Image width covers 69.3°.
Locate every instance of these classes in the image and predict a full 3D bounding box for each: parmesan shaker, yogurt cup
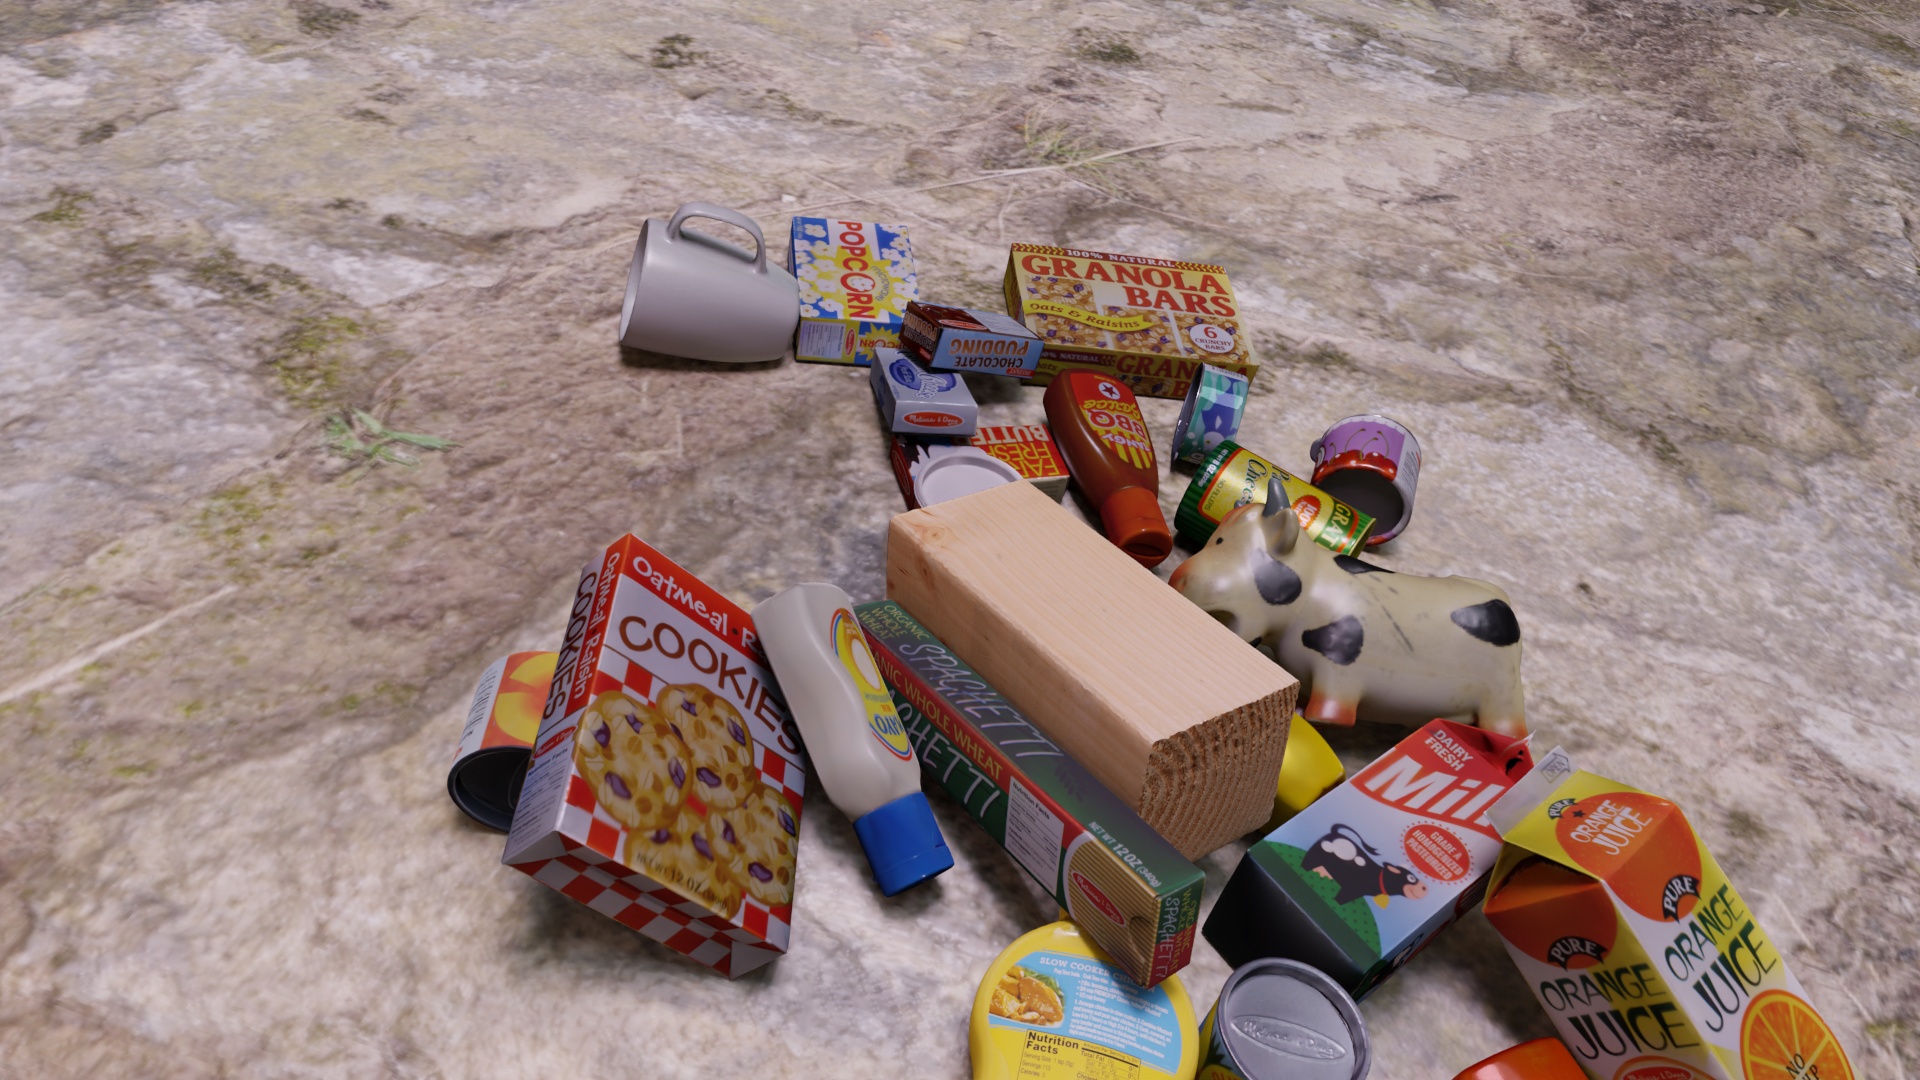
[{"bbox_3d":[0.189,-0.008,0.846,0.103,0.071,0.072,31,45,18],"label":"parmesan shaker"},{"bbox_3d":[0.003,-0.010,0.804,0.072,0.053,0.073,8,43,-7],"label":"yogurt cup"}]

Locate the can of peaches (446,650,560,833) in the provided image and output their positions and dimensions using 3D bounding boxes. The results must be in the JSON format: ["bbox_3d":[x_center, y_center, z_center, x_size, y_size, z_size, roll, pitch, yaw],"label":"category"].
[{"bbox_3d":[-0.191,0.093,0.635,0.071,0.070,0.058,7,43,-8],"label":"can of peaches"}]

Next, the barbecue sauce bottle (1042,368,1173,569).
[{"bbox_3d":[0.096,-0.046,0.874,0.065,0.043,0.149,13,41,-25],"label":"barbecue sauce bottle"}]

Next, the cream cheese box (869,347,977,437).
[{"bbox_3d":[-0.025,-0.095,0.887,0.053,0.024,0.104,3,25,-13],"label":"cream cheese box"}]

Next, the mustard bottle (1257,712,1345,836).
[{"bbox_3d":[0.127,0.089,0.729,0.049,0.065,0.160,-36,56,-20],"label":"mustard bottle"}]

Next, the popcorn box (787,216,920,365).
[{"bbox_3d":[-0.075,-0.175,0.969,0.085,0.038,0.127,3,44,-13],"label":"popcorn box"}]

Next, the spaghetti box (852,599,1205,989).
[{"bbox_3d":[0.017,0.104,0.642,0.029,0.050,0.251,-14,33,-31],"label":"spaghetti box"}]

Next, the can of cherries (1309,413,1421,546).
[{"bbox_3d":[0.258,-0.038,0.898,0.071,0.071,0.059,21,44,7],"label":"can of cherries"}]

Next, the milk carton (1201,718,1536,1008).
[{"bbox_3d":[0.215,0.153,0.678,0.191,0.072,0.073,-23,54,-34],"label":"milk carton"}]

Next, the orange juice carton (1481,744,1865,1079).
[{"bbox_3d":[0.304,0.188,0.615,0.072,0.072,0.193,-24,78,-34],"label":"orange juice carton"}]

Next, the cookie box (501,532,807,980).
[{"bbox_3d":[-0.127,0.093,0.625,0.122,0.040,0.168,39,32,-31],"label":"cookie box"}]

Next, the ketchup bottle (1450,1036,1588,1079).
[{"bbox_3d":[0.266,0.285,0.573,0.065,0.043,0.149,-9,48,-23],"label":"ketchup bottle"}]

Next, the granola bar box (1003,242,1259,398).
[{"bbox_3d":[0.119,-0.157,1.003,0.166,0.038,0.125,4,44,-11],"label":"granola bar box"}]

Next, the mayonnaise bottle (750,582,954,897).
[{"bbox_3d":[-0.049,0.093,0.658,0.148,0.041,0.065,64,14,15],"label":"mayonnaise bottle"}]

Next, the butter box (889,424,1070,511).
[{"bbox_3d":[0.012,-0.045,0.866,0.104,0.024,0.053,-5,47,-20],"label":"butter box"}]

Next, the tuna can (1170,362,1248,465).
[{"bbox_3d":[0.163,-0.079,0.915,0.033,0.070,0.071,17,43,1],"label":"tuna can"}]

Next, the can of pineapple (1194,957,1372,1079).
[{"bbox_3d":[0.132,0.223,0.591,0.071,0.057,0.071,8,43,-7],"label":"can of pineapple"}]

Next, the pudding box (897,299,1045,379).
[{"bbox_3d":[0.007,-0.132,0.913,0.084,0.030,0.050,3,27,-34],"label":"pudding box"}]
